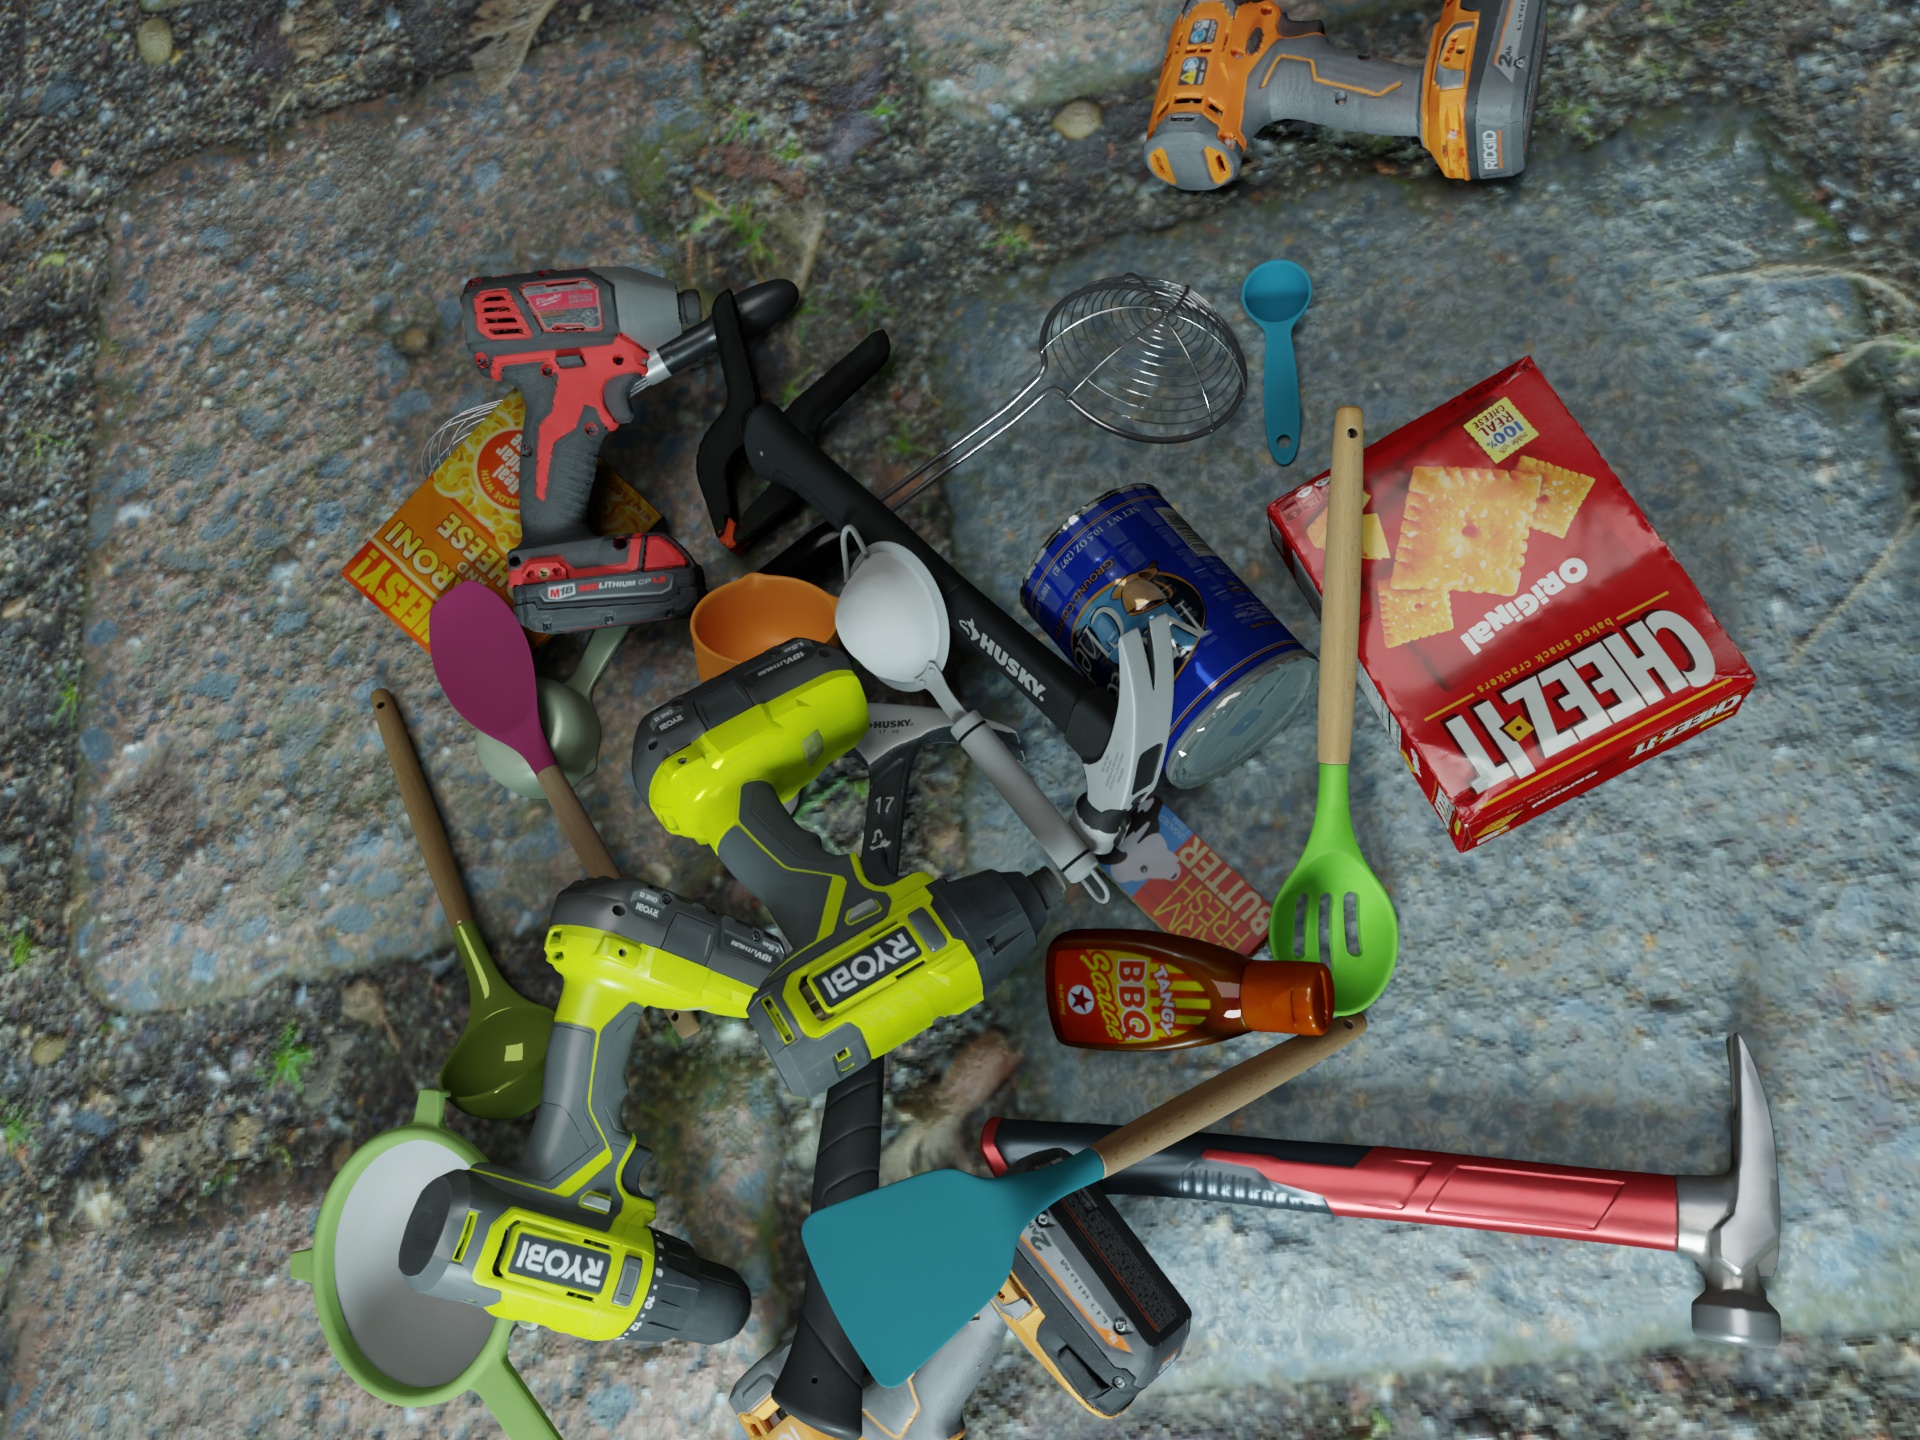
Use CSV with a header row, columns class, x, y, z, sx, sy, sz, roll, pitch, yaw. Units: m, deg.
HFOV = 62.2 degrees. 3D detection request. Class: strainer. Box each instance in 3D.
class,x,y,z,sx,sy,sz,roll,pitch,yaw
strainer,-0.257,0.339,0.886,0.256,0.069,0.151,44,101,23
strainer,-0.001,-0.003,0.869,0.050,0.086,0.258,-30,76,-42

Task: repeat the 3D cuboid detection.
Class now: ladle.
class,x,y,z,sx,sy,sz,roll,pitch,yaw
ladle,-0.323,0.102,0.993,0.078,0.062,0.320,-26,64,-7

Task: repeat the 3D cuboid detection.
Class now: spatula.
class,x,y,z,sx,sy,sz,roll,pitch,yaw
spatula,0.079,0.205,0.764,0.317,0.044,0.082,-18,60,-31

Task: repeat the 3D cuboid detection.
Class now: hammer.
class,x,y,z,sx,sy,sz,roll,pitch,yaw
hammer,-0.011,-0.080,0.893,0.035,0.146,0.335,-27,58,-35
hammer,0.200,0.218,0.808,0.386,0.038,0.143,1,72,17
hammer,-0.047,0.160,0.843,0.149,0.036,0.409,-4,55,12

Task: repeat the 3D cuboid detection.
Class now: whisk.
class,x,y,z,sx,sy,sz,roll,pitch,yaw
whisk,-0.234,-0.223,1.070,0.284,0.070,0.070,-28,68,2

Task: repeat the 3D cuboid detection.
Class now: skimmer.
class,x,y,z,sx,sy,sz,roll,pitch,yaw
skimmer,0.004,-0.149,0.987,0.363,0.090,0.127,-33,65,16

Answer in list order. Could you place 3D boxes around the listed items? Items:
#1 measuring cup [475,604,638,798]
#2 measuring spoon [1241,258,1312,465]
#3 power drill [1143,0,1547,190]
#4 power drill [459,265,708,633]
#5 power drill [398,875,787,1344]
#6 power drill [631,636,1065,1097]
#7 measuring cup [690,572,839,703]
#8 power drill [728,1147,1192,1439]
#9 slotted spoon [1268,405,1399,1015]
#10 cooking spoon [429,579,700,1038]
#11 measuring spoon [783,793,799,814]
class,x,y,z,sx,sy,sz,roll,pitch,yaw
measuring cup,-0.251,-0.030,1.020,0.083,0.038,0.167,27,84,22
measuring spoon,0.193,-0.214,0.961,0.042,0.021,0.129,-3,82,15
power drill,0.235,-0.409,0.973,0.226,0.084,0.164,7,75,23
power drill,-0.220,-0.168,0.978,0.143,0.078,0.219,-8,93,-7
power drill,-0.175,0.217,0.864,0.080,0.190,0.229,-14,54,51
power drill,-0.065,0.067,0.847,0.171,0.080,0.223,-29,57,-13
measuring cup,-0.075,-0.047,0.965,0.173,0.052,0.095,-8,41,-13
power drill,0.010,0.348,0.790,0.226,0.084,0.185,-45,69,15
slotted spoon,0.197,-0.004,0.824,0.070,0.031,0.314,0,96,-5
cooking spoon,-0.240,0.052,0.971,0.069,0.017,0.319,-35,78,15
measuring spoon,-0.131,0.006,0.984,0.034,0.018,0.124,-24,67,9
